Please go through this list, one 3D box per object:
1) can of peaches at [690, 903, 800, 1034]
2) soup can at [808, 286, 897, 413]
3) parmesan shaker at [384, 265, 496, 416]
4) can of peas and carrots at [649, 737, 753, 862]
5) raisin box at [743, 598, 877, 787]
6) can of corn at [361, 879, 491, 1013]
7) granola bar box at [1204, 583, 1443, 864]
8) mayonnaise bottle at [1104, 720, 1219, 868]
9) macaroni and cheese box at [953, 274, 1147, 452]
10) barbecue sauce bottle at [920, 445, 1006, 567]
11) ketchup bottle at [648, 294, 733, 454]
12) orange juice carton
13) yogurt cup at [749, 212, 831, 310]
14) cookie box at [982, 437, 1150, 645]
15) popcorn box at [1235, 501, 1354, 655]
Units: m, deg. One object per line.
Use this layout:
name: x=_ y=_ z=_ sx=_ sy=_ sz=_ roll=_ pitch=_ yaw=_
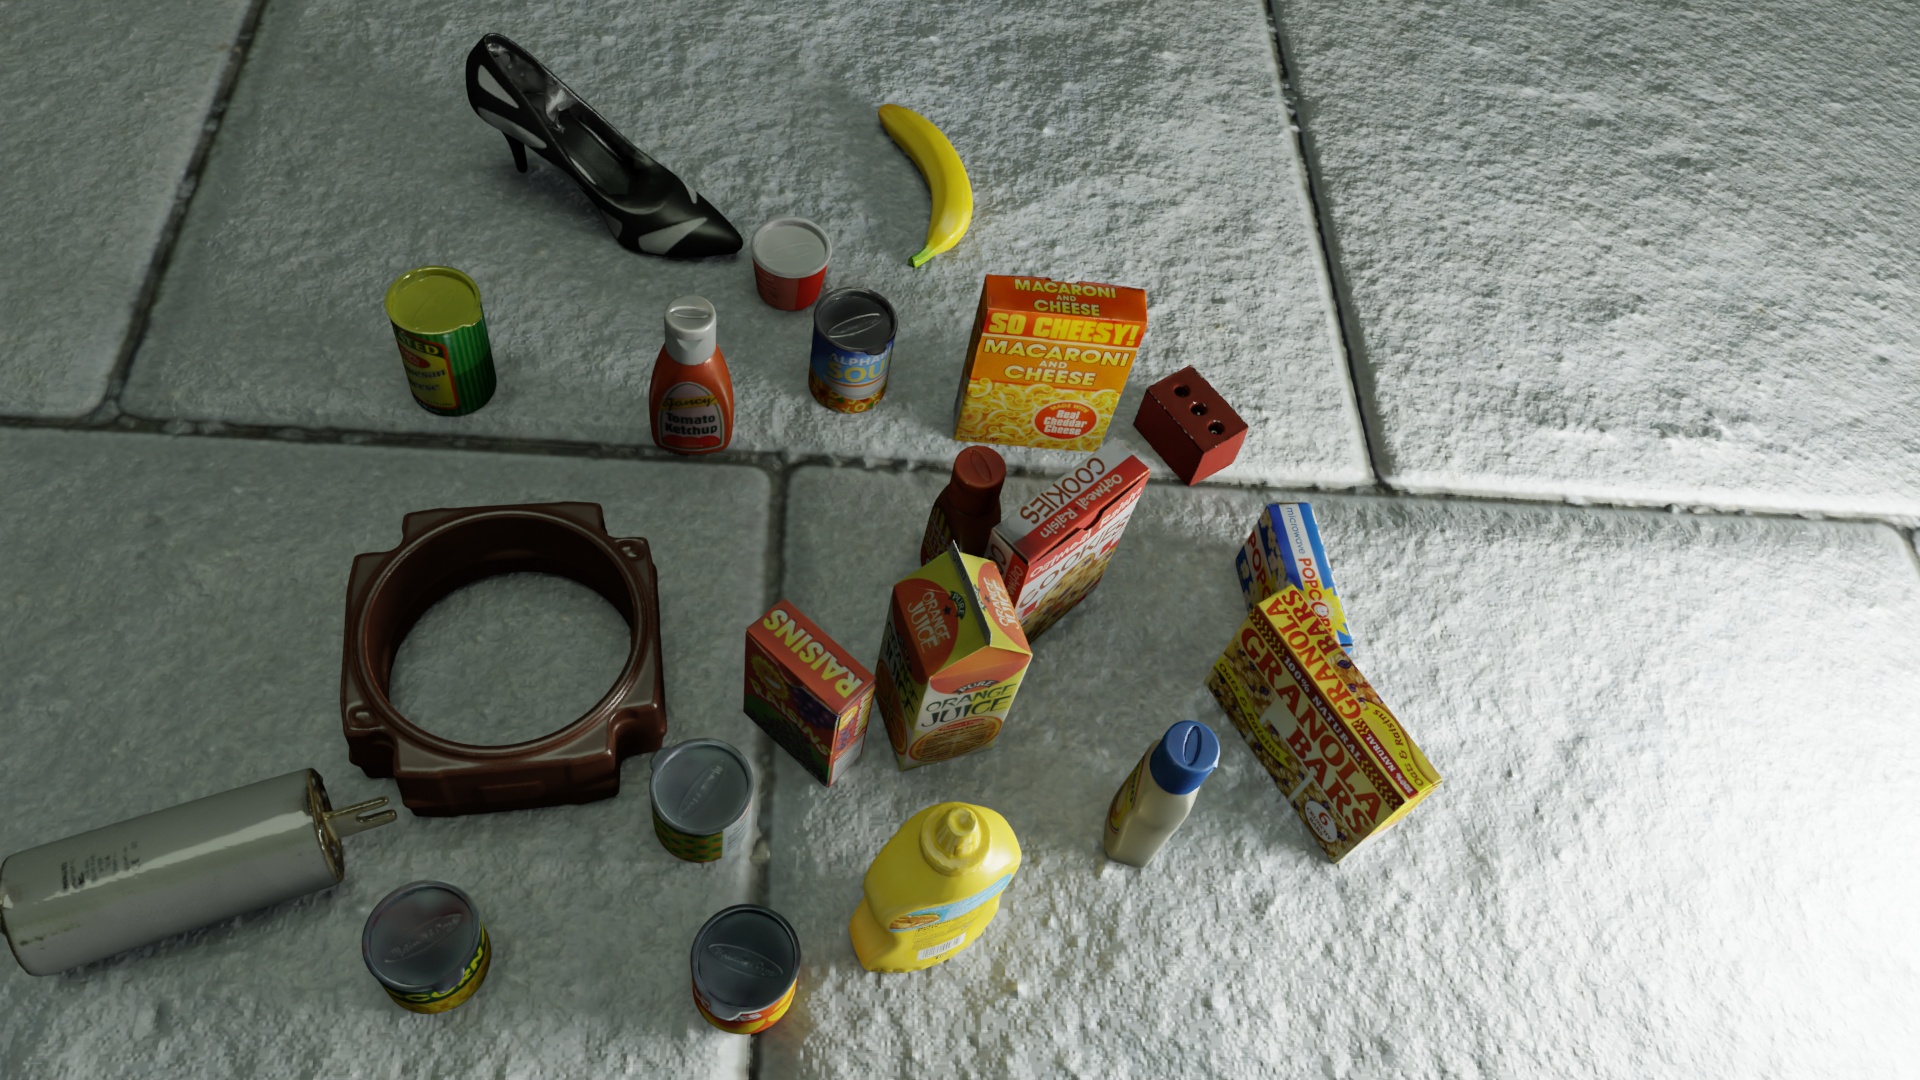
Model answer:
can of peaches: x=-0.135 y=0.269 z=0.861 sx=0.071 sy=0.057 sz=0.071 roll=5 pitch=57 yaw=-7
soup can: x=-0.087 y=-0.150 z=1.122 sx=0.071 sy=0.083 sz=0.071 roll=5 pitch=57 yaw=-7
parmesan shaker: x=-0.390 y=-0.148 z=1.055 sx=0.071 sy=0.102 sz=0.071 roll=5 pitch=57 yaw=-7
can of peas and carrots: x=-0.173 y=0.171 z=0.916 sx=0.071 sy=0.058 sz=0.071 roll=5 pitch=57 yaw=-7
raisin box: x=-0.104 y=0.104 z=0.932 sx=0.086 sy=0.122 sz=0.040 roll=40 pitch=60 yaw=15
can of corn: x=-0.320 y=0.249 z=0.840 sx=0.071 sy=0.058 sz=0.071 roll=5 pitch=57 yaw=-7
granola bar box: x=0.249 y=0.131 z=0.978 sx=0.039 sy=0.123 sz=0.166 roll=-23 pitch=65 yaw=-22
mayonnaise bottle: x=0.133 y=0.165 z=0.921 sx=0.041 sy=0.147 sz=0.065 roll=17 pitch=57 yaw=1
macaroni and cheese box: x=0.066 y=-0.136 z=1.091 sx=0.124 sy=0.165 sz=0.040 roll=4 pitch=57 yaw=-8
barbecue sauce bottle: x=0.004 y=-0.013 z=1.011 sx=0.044 sy=0.147 sz=0.065 roll=-17 pitch=63 yaw=-20
ketchup bottle: x=-0.203 y=-0.123 z=1.045 sx=0.065 sy=0.148 sz=0.044 roll=1 pitch=58 yaw=-9
orange juice carton: x=-0.007 y=0.078 z=0.925 sx=0.073 sy=0.191 sz=0.072 roll=-12 pitch=61 yaw=-17
yogurt cup: x=-0.145 y=-0.233 z=1.182 sx=0.072 sy=0.053 sz=0.073 roll=5 pitch=57 yaw=-7
cookie box: x=0.064 y=0.016 z=0.993 sx=0.123 sy=0.166 sz=0.040 roll=-37 pitch=71 yaw=-28
popcorn box: x=0.251 y=0.045 z=1.057 sx=0.038 sy=0.084 sz=0.127 roll=-2 pitch=58 yaw=-11
